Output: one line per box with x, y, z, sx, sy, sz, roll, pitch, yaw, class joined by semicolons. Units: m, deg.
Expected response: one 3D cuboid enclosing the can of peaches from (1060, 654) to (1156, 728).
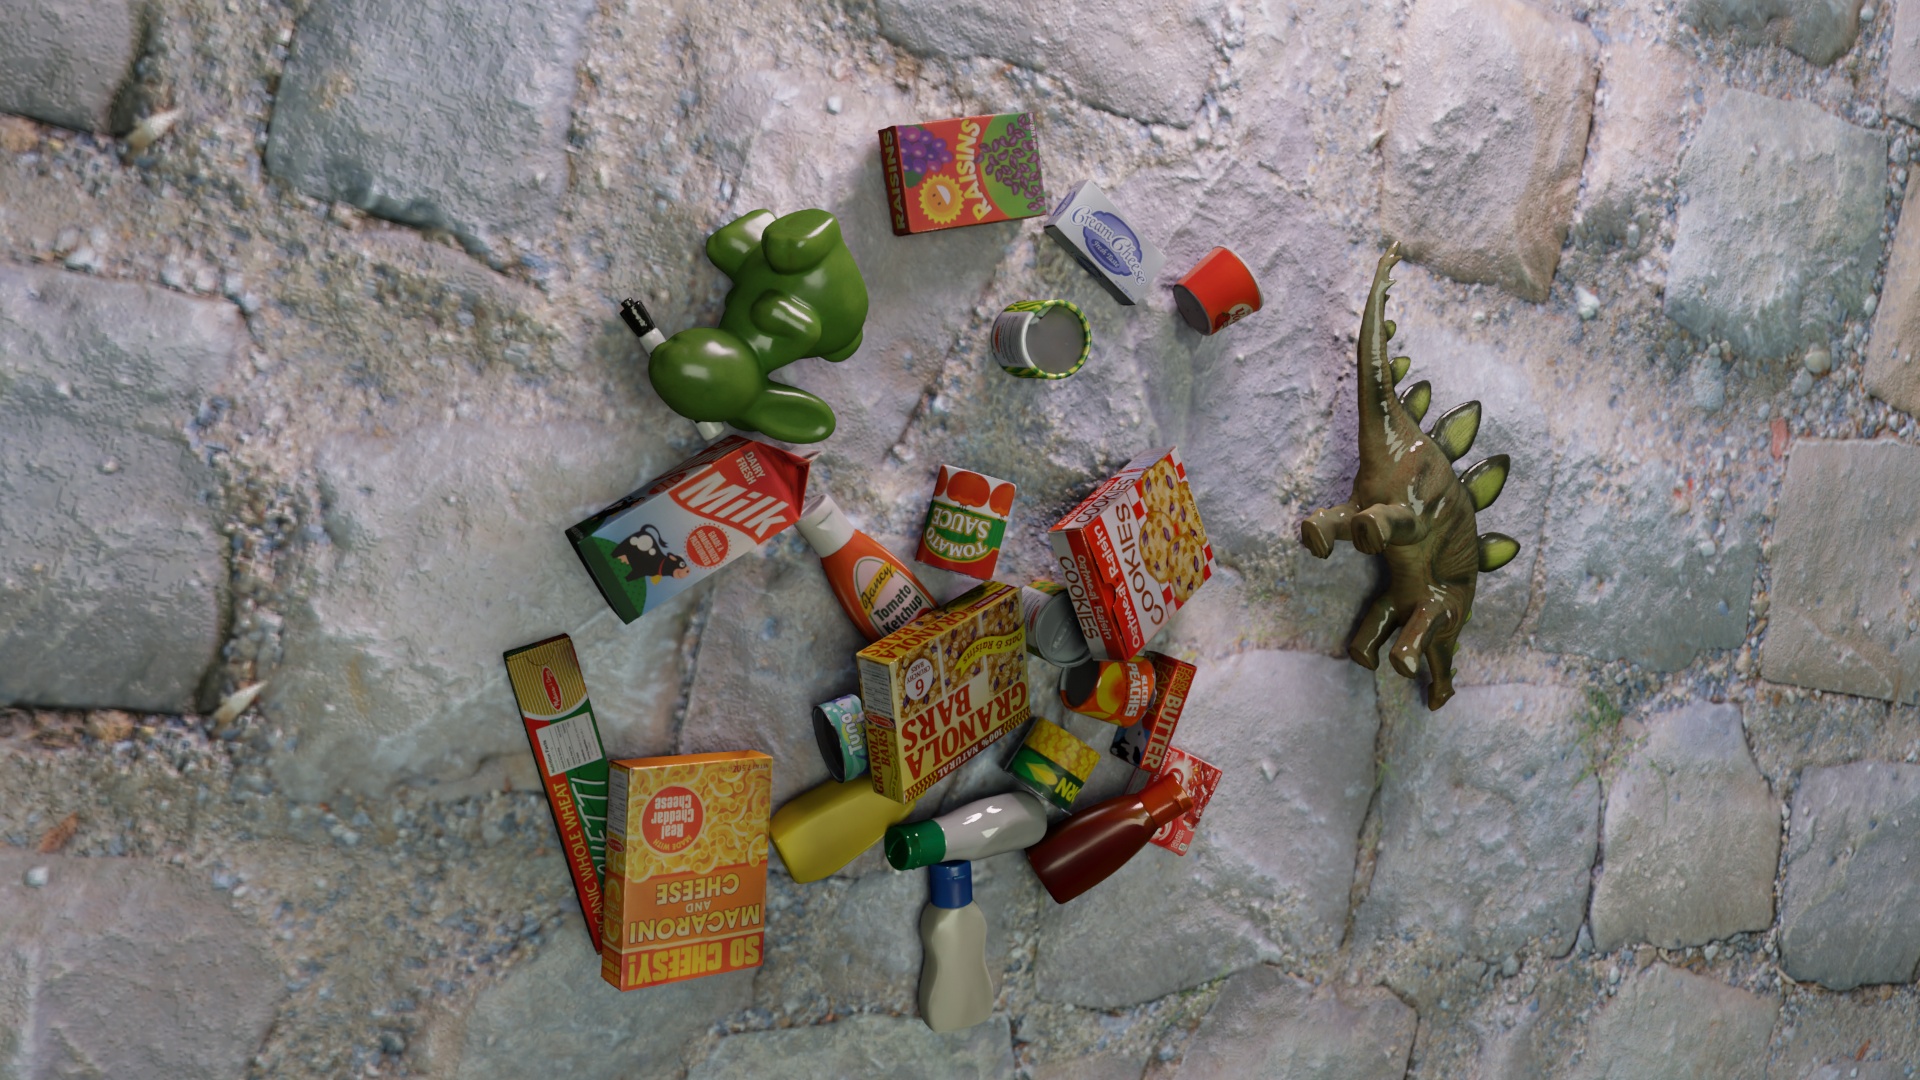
0.129;0.125;1.212;0.058;0.071;0.071;20;89;-24;can of peaches

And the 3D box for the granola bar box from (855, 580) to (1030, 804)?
-0.010;0.119;1.123;0.166;0.039;0.123;-27;119;-45;granola bar box

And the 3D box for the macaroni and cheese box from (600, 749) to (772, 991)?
-0.211;0.251;1.075;0.124;0.040;0.166;2;90;-38;macaroni and cheese box

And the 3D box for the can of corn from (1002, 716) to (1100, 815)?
0.081;0.194;1.201;0.071;0.071;0.058;37;82;-24;can of corn

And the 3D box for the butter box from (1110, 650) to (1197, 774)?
0.173;0.153;1.245;0.024;0.053;0.103;21;89;-27;butter box

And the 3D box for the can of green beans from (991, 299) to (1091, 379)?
0.067;-0.167;1.152;0.071;0.058;0.071;-4;99;-23;can of green beans

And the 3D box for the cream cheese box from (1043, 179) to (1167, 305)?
0.124;-0.254;1.184;0.103;0.024;0.053;39;80;-23;cream cheese box

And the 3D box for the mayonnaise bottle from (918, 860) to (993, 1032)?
-0.006;0.346;1.201;0.065;0.041;0.147;-6;98;-24;mayonnaise bottle

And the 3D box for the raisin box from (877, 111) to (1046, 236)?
0.002;-0.296;1.117;0.124;0.040;0.086;-13;103;-23;raisin box

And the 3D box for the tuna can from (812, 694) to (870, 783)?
-0.092;0.159;1.120;0.033;0.071;0.071;-17;104;-22;tuna can

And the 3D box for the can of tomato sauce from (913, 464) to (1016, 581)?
0.004;-0.014;1.139;0.071;0.071;0.083;15;91;-25;can of tomato sauce

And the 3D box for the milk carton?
-0.193;-0.022;1.050;0.191;0.072;0.073;-33;108;-17;milk carton

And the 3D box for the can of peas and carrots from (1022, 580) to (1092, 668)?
0.083;0.072;1.191;0.071;0.059;0.071;-4;100;-24;can of peas and carrots

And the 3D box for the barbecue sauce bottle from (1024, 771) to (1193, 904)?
0.133;0.258;1.225;0.148;0.044;0.064;-32;107;2;barbecue sauce bottle

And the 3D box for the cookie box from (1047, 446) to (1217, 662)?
0.150;0.009;1.184;0.168;0.040;0.122;-38;113;-44;cookie box

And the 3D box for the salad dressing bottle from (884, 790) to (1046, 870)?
0.005;0.245;1.167;0.148;0.044;0.064;-3;139;-40;salad dressing bottle

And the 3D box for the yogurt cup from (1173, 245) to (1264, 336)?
0.223;-0.215;1.212;0.054;0.072;0.072;-35;110;-7;yogurt cup

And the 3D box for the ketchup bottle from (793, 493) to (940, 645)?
-0.078;0.029;1.124;0.065;0.043;0.148;-44;111;-17;ketchup bottle

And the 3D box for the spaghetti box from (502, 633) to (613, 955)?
-0.290;0.195;1.061;0.050;0.029;0.249;-18;104;-21;spaghetti box

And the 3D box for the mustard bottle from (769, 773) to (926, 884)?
-0.079;0.219;1.146;0.161;0.049;0.065;-28;113;-19;mustard bottle
